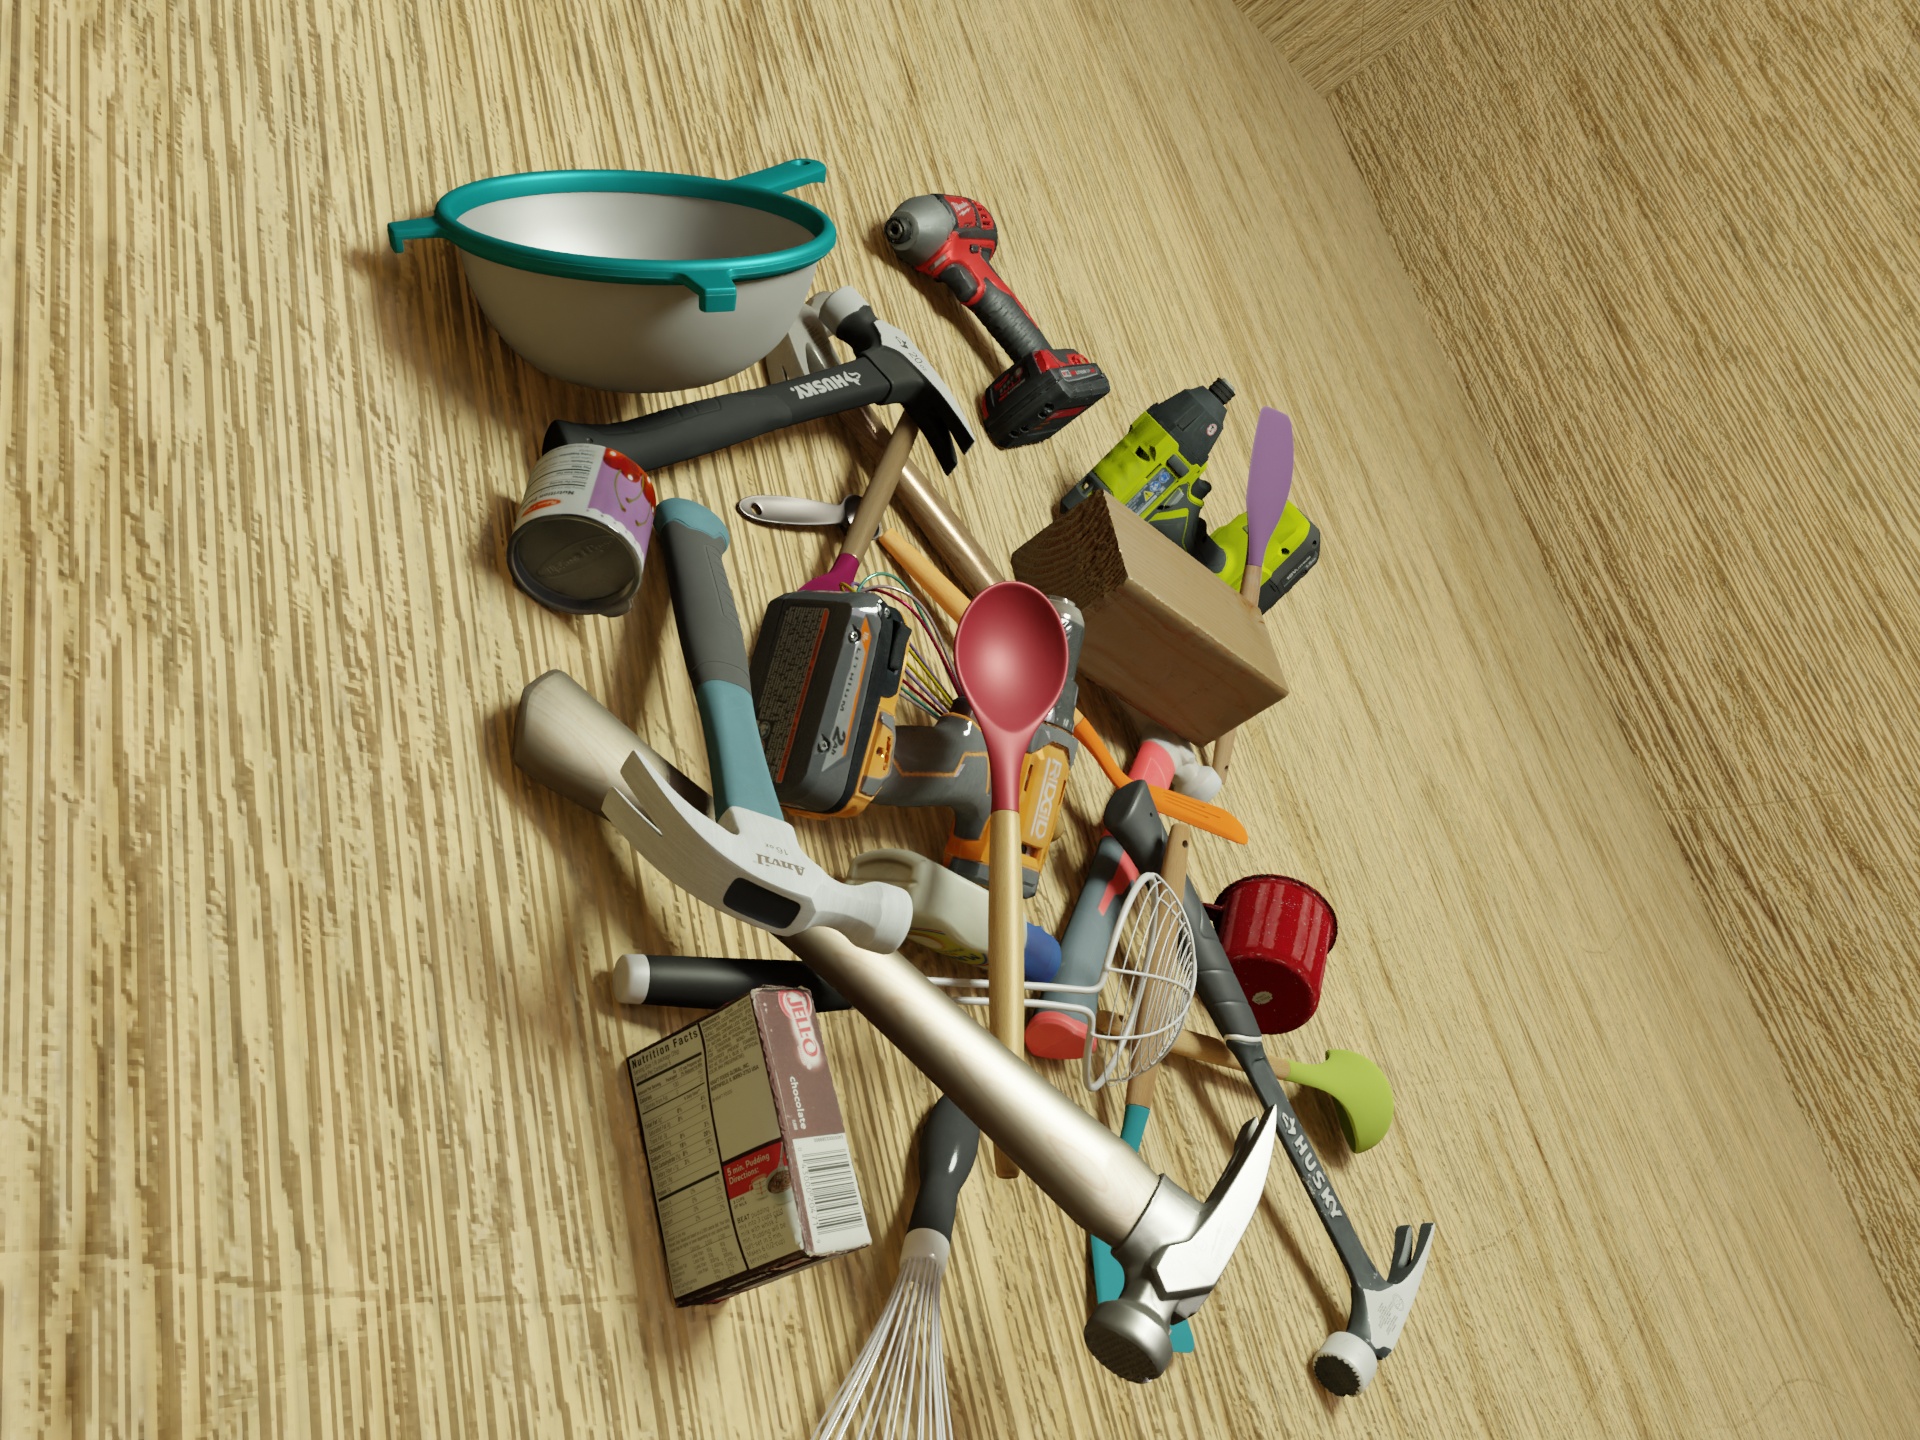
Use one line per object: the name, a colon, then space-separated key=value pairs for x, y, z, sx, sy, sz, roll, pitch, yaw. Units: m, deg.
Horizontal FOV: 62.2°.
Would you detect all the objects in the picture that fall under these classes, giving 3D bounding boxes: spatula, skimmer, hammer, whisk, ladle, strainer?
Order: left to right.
strainer: x=-0.155 y=-0.261 z=0.927 sx=0.340 sy=0.211 sz=0.095 roll=-54 pitch=154 yaw=-58
hammer: x=-0.116 y=-0.018 z=0.774 sx=0.128 sy=0.033 sz=0.331 roll=20 pitch=27 yaw=-28
hammer: x=-0.119 y=-0.182 z=0.960 sx=0.146 sy=0.035 sz=0.335 roll=48 pitch=38 yaw=8
hammer: x=-0.037 y=0.112 z=0.737 sx=0.410 sy=0.038 sz=0.146 roll=40 pitch=51 yaw=4
whisk: x=-0.023 y=0.274 z=0.736 sx=0.070 sy=0.070 sz=0.285 roll=48 pitch=27 yaw=-18
hammer: x=-0.025 y=-0.152 z=1.129 sx=0.331 sy=0.031 sz=0.130 roll=52 pitch=30 yaw=-12
skimmer: x=-0.015 y=0.133 z=0.832 sx=0.363 sy=0.090 sz=0.127 roll=8 pitch=97 yaw=-32
whisk: x=-0.002 y=-0.004 z=1.004 sx=0.244 sy=0.047 sz=0.051 roll=50 pitch=52 yaw=-34
ladle: x=0.025 y=0.072 z=0.814 sx=0.069 sy=0.031 sz=0.316 roll=12 pitch=62 yaw=-21
spatula: x=0.069 y=-0.021 z=1.093 sx=0.322 sy=0.041 sz=0.081 roll=45 pitch=10 yaw=-3
hammer: x=0.098 y=0.087 z=1.093 sx=0.143 sy=0.038 sz=0.386 roll=51 pitch=31 yaw=-12
spatula: x=0.120 y=0.209 z=0.961 sx=0.082 sy=0.044 sz=0.318 roll=30 pitch=61 yaw=-35
ladle: x=0.199 y=0.245 z=1.112 sx=0.320 sy=0.062 sz=0.078 roll=22 pitch=42 yaw=-37
spatula: x=0.242 y=-0.103 z=1.327 sx=0.059 sy=0.018 sz=0.316 roll=11 pitch=88 yaw=-43
hammer: x=0.200 y=0.226 z=1.057 sx=0.149 sy=0.036 sz=0.409 roll=-29 pitch=93 yaw=-47

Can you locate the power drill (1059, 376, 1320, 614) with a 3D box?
power drill: x=0.210 y=-0.182 z=1.372 sx=0.223 sy=0.171 sz=0.080 roll=35 pitch=16 yaw=-43

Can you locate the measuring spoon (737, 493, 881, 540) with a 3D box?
measuring spoon: x=-0.099 y=-0.130 z=1.022 sx=0.124 sy=0.018 sz=0.034 roll=-3 pitch=67 yaw=-49

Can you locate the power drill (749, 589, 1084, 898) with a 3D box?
power drill: x=-0.013 y=-0.008 z=0.909 sx=0.226 sy=0.084 sz=0.185 roll=24 pitch=77 yaw=-45

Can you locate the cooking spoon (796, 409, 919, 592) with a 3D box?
cooking spoon: x=-0.065 y=-0.117 z=1.012 sx=0.068 sy=0.017 sz=0.319 roll=57 pitch=36 yaw=-34

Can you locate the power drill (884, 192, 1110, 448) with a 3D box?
power drill: x=0.021 y=-0.342 z=1.327 sx=0.220 sy=0.078 sz=0.143 roll=58 pitch=30 yaw=3
